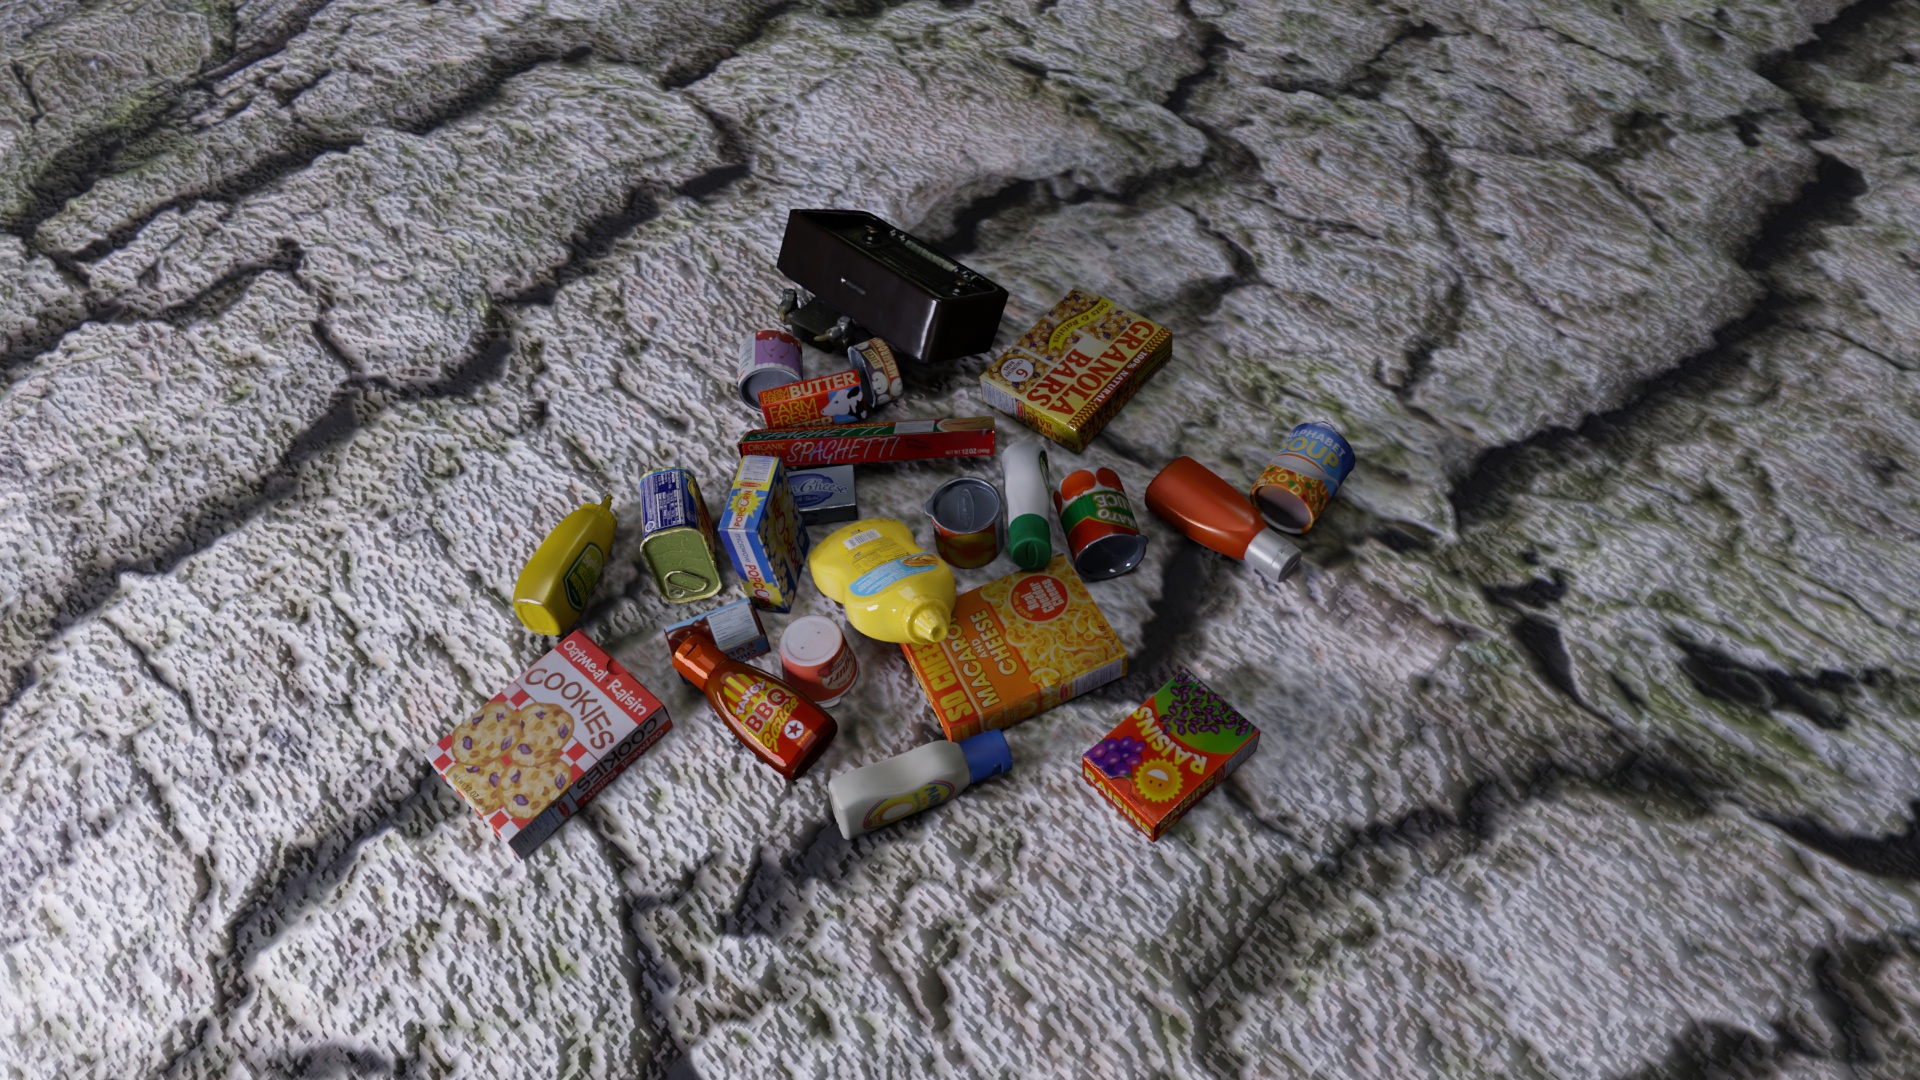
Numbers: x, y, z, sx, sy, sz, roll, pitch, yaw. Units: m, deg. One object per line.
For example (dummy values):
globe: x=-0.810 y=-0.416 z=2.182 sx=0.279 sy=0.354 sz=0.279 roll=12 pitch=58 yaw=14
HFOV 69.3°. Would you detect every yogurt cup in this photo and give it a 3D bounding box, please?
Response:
yogurt cup: x=-0.126 y=0.101 z=1.212 sx=0.072 sy=0.053 sz=0.073 roll=-3 pitch=52 yaw=4

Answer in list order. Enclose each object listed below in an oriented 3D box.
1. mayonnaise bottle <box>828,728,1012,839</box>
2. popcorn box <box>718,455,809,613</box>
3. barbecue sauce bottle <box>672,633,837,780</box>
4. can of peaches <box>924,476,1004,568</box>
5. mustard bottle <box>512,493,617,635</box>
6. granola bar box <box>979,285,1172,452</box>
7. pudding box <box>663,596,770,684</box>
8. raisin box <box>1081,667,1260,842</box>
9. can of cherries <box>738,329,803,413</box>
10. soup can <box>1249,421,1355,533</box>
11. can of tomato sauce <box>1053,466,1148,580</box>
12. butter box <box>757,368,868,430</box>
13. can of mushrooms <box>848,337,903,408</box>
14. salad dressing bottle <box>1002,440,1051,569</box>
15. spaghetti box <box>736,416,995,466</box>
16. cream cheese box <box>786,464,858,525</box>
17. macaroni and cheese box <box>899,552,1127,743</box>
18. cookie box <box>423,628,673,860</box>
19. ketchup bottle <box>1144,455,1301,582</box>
mayonnaise bottle: x=-0.032 y=0.194 z=1.130 sx=0.148 sy=0.064 sz=0.041 roll=-18 pitch=53 yaw=-13
popcorn box: x=-0.175 y=-0.005 z=1.252 sx=0.038 sy=0.126 sz=0.085 roll=3 pitch=53 yaw=11
barbecue sauce bottle: x=-0.179 y=0.136 z=1.180 sx=0.149 sy=0.043 sz=0.065 roll=35 pitch=70 yaw=15
can of peaches: x=0.005 y=-0.016 z=1.287 sx=0.071 sy=0.057 sz=0.071 roll=-3 pitch=54 yaw=4
mustard bottle: x=-0.359 y=0.012 z=1.296 sx=0.049 sy=0.065 sz=0.161 roll=8 pitch=50 yaw=16
granola bar box: x=0.118 y=-0.176 z=1.409 sx=0.124 sy=0.038 sz=0.166 roll=31 pitch=61 yaw=26
pudding box: x=-0.218 y=0.089 z=1.245 sx=0.084 sy=0.030 sz=0.050 roll=-21 pitch=55 yaw=-10
raisin box: x=0.172 y=0.175 z=1.138 sx=0.124 sy=0.040 sz=0.086 roll=-37 pitch=59 yaw=-20
can of cherries: x=-0.191 y=-0.172 z=1.420 sx=0.071 sy=0.071 sz=0.059 roll=-7 pitch=52 yaw=0
soup can: x=0.316 y=-0.059 z=1.282 sx=0.071 sy=0.071 sz=0.084 roll=28 pitch=60 yaw=23
can of tomato sauce: x=0.127 y=-0.017 z=1.269 sx=0.071 sy=0.070 sz=0.083 roll=-12 pitch=53 yaw=-4
butter box: x=-0.147 y=-0.136 z=1.394 sx=0.103 sy=0.052 sz=0.024 roll=-14 pitch=51 yaw=-5
can of mushrooms: x=-0.086 y=-0.171 z=1.404 sx=0.033 sy=0.070 sz=0.071 roll=-22 pitch=54 yaw=-13
salad dressing bottle: x=0.062 y=-0.033 z=1.277 sx=0.044 sy=0.064 sz=0.148 roll=-4 pitch=39 yaw=3
spaghetti box: x=-0.090 y=-0.097 z=1.362 sx=0.250 sy=0.028 sz=0.050 roll=-3 pitch=19 yaw=3
cream cheese box: x=-0.152 y=-0.041 z=1.341 sx=0.104 sy=0.024 sz=0.053 roll=-7 pitch=51 yaw=0
macaroni and cheese box: x=0.043 y=0.095 z=1.210 sx=0.167 sy=0.040 sz=0.124 roll=-22 pitch=53 yaw=-11
cookie box: x=-0.350 y=0.170 z=1.189 sx=0.123 sy=0.040 sz=0.168 roll=35 pitch=63 yaw=27
ketchup bottle: x=0.243 y=-0.017 z=1.274 sx=0.065 sy=0.043 sz=0.149 roll=-40 pitch=59 yaw=-21
